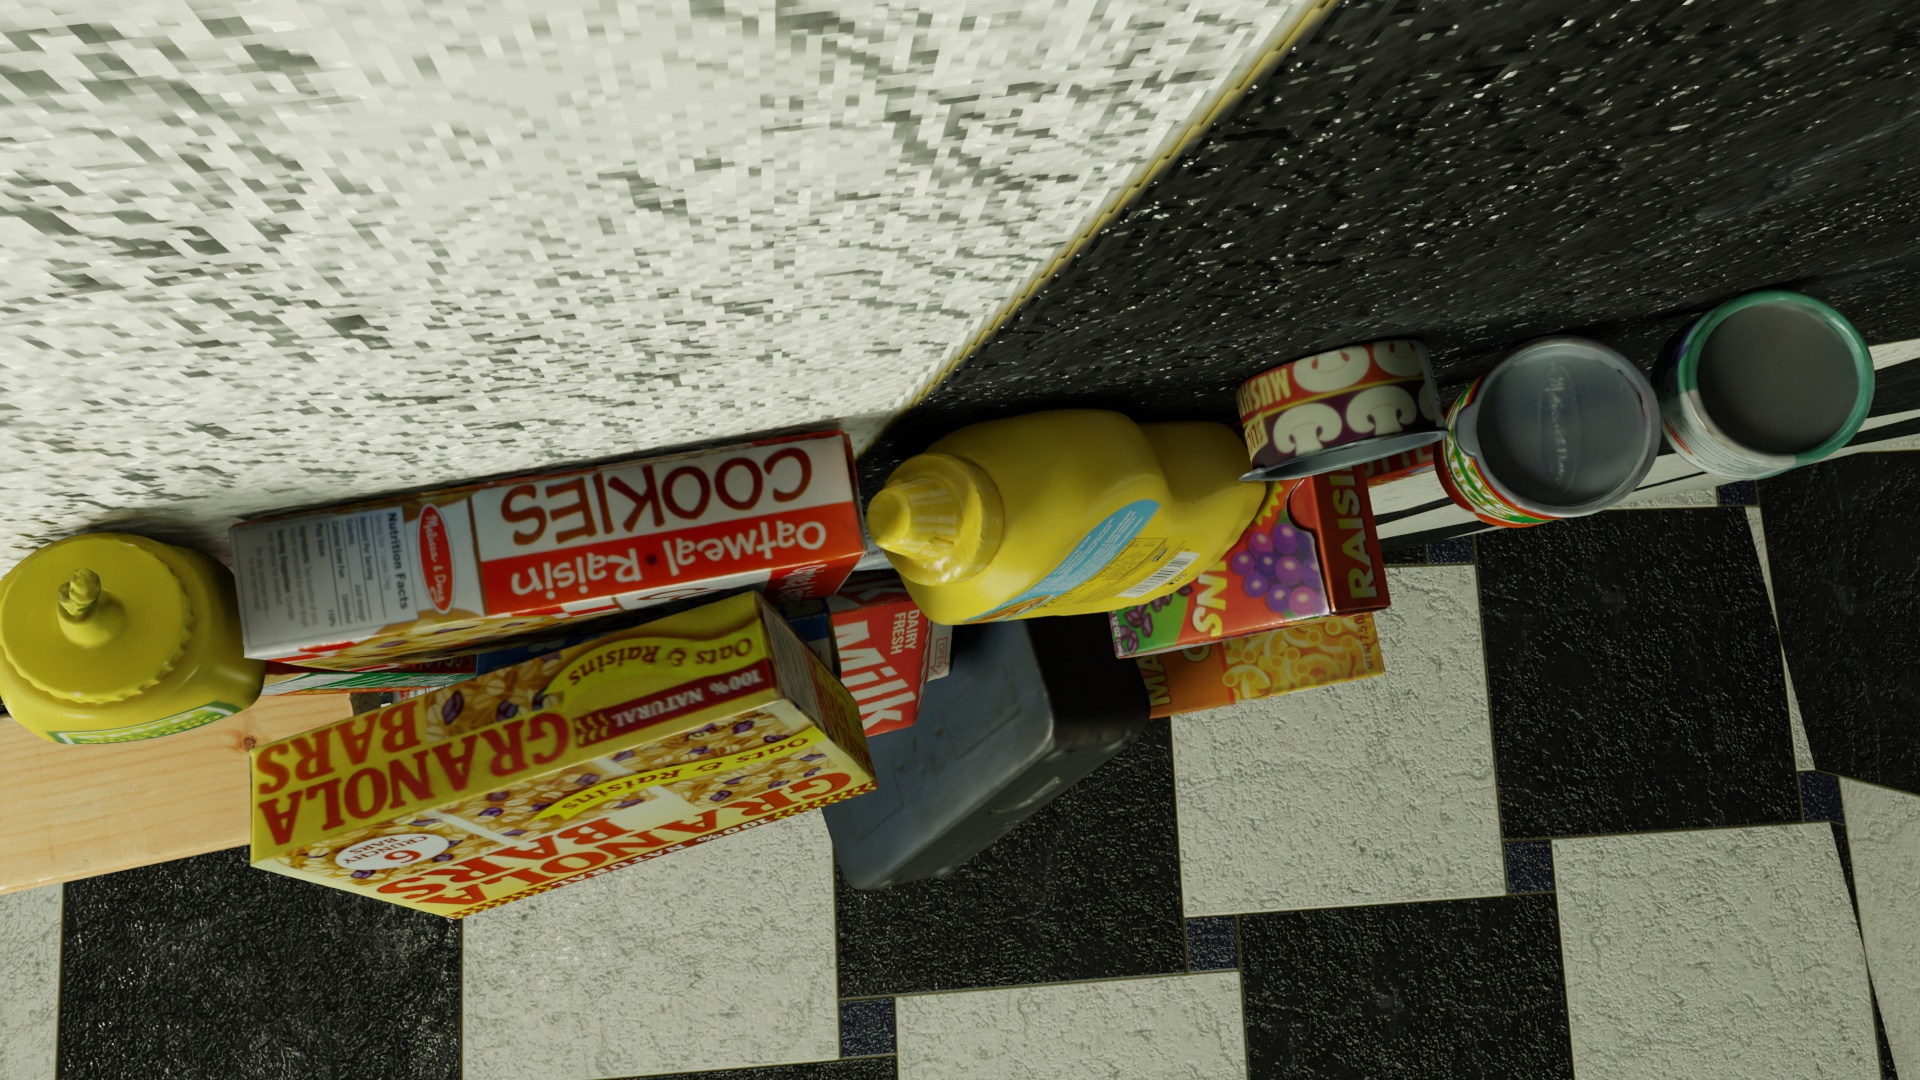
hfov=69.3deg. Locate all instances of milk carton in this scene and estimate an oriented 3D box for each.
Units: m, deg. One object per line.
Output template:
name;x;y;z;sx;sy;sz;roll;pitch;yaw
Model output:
milk carton;-0.081;0.051;0.652;0.191;0.072;0.073;-10;-152;-34

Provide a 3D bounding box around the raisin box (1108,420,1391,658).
raisin box;0.112;-0.002;0.584;0.040;0.086;0.123;-1;169;-38

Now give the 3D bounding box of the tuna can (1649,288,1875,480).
tuna can;0.294;-0.059;0.508;0.071;0.071;0.033;-12;173;4

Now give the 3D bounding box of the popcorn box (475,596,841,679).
popcorn box;-0.116;0.034;0.534;0.127;0.038;0.085;-10;-151;-13

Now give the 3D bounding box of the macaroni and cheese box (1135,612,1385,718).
macaroni and cheese box;0.143;0.032;0.790;0.166;0.124;0.040;-12;173;11

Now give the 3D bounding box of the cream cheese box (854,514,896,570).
cream cheese box;0.002;-0.008;0.617;0.103;0.024;0.053;-14;174;25

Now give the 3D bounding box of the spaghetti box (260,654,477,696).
spaghetti box;-0.275;0.051;0.616;0.050;0.028;0.250;-12;174;2

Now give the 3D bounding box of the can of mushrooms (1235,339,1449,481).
can of mushrooms;0.127;-0.043;0.473;0.071;0.033;0.071;-12;175;-1

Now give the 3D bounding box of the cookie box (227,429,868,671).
cookie box;-0.118;0.006;0.438;0.168;0.040;0.122;-9;174;-11

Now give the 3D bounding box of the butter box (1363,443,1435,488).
butter box;0.219;-0.043;0.707;0.103;0.024;0.053;-16;173;41

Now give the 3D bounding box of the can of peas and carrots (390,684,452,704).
can of peas and carrots;-0.272;0.086;0.779;0.058;0.071;0.071;-14;174;14

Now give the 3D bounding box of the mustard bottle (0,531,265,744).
mustard bottle;-0.226;0.027;0.372;0.065;0.049;0.160;-11;175;-25

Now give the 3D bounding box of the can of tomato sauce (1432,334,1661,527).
can of tomato sauce;0.222;-0.039;0.541;0.071;0.071;0.083;-12;175;9

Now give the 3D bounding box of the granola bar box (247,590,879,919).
granola bar box;-0.122;0.076;0.461;0.165;0.039;0.124;-18;155;3
